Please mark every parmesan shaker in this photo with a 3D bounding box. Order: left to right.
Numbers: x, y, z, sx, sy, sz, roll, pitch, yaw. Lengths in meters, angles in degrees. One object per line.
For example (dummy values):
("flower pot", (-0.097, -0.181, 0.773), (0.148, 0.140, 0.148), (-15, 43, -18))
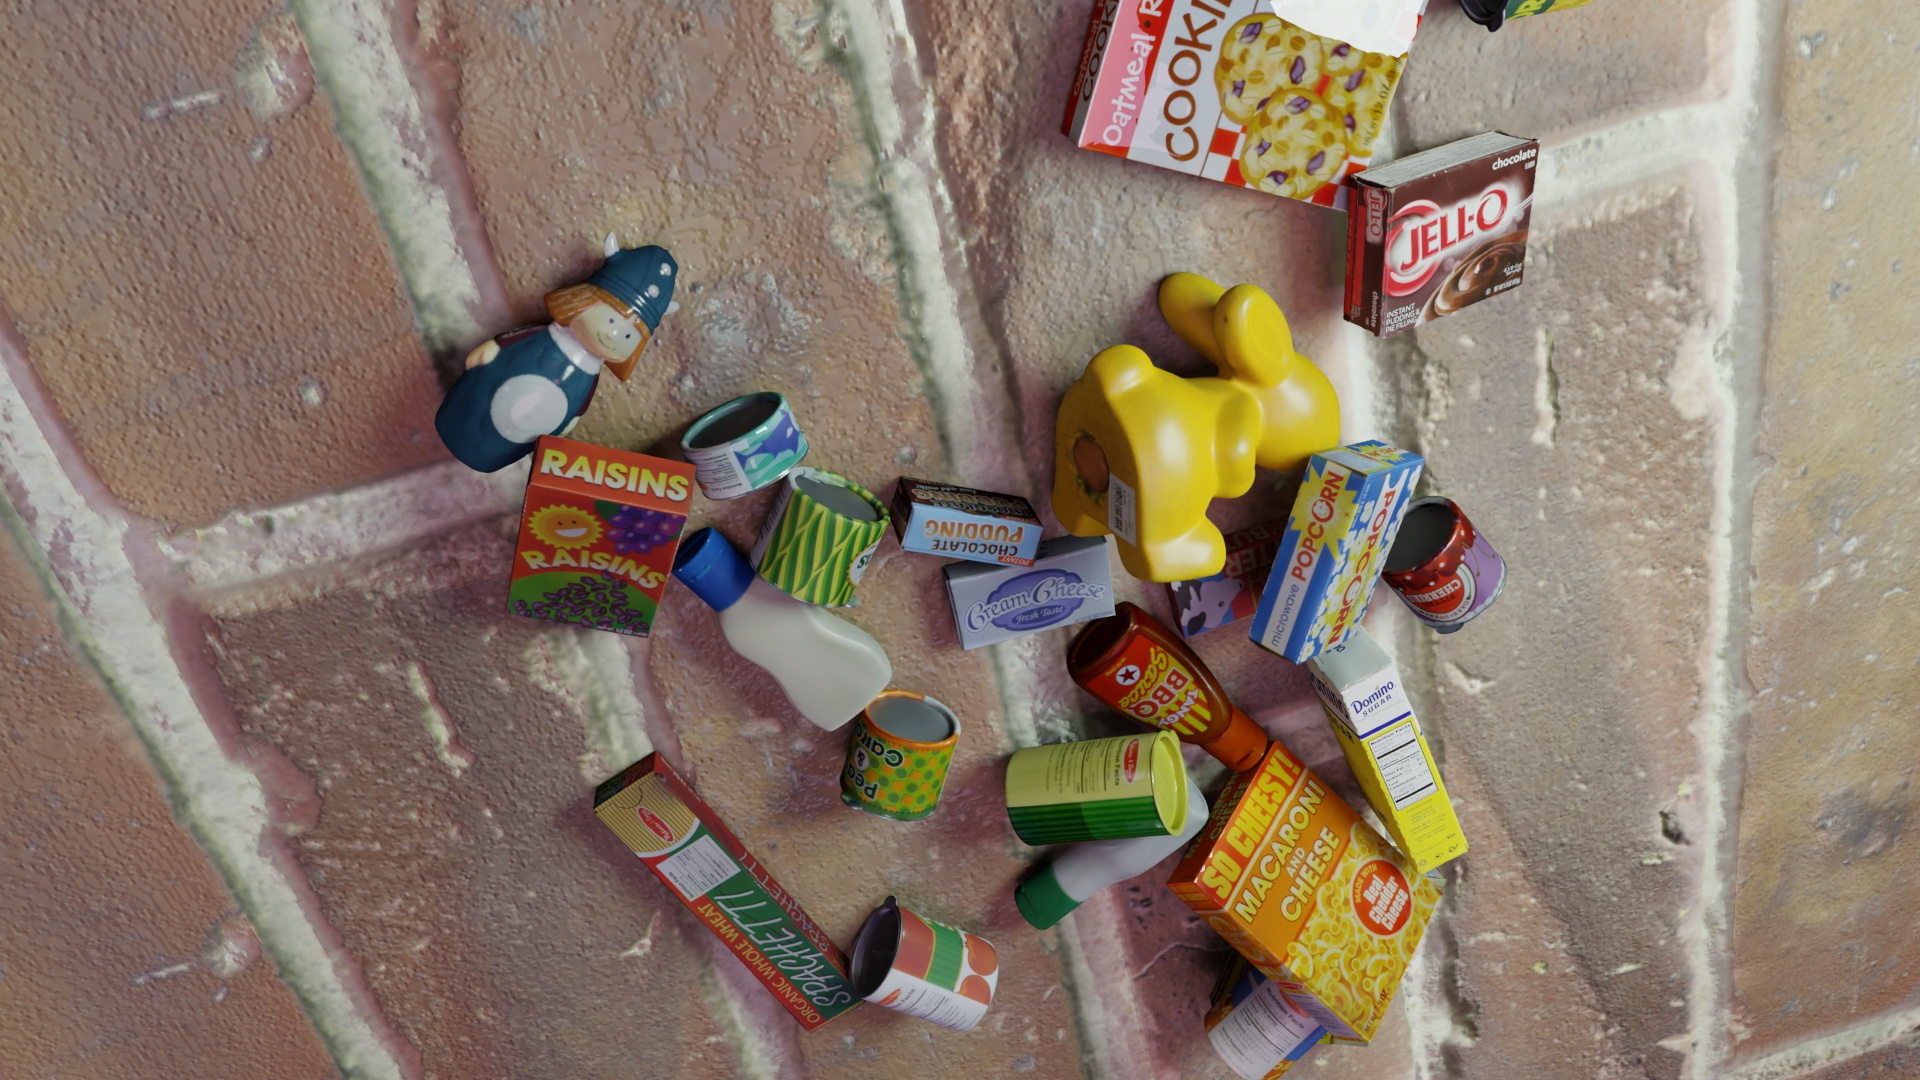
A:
("parmesan shaker", (0.089, 0.161, 0.905), (0.103, 0.072, 0.071), (-11, 121, 26))

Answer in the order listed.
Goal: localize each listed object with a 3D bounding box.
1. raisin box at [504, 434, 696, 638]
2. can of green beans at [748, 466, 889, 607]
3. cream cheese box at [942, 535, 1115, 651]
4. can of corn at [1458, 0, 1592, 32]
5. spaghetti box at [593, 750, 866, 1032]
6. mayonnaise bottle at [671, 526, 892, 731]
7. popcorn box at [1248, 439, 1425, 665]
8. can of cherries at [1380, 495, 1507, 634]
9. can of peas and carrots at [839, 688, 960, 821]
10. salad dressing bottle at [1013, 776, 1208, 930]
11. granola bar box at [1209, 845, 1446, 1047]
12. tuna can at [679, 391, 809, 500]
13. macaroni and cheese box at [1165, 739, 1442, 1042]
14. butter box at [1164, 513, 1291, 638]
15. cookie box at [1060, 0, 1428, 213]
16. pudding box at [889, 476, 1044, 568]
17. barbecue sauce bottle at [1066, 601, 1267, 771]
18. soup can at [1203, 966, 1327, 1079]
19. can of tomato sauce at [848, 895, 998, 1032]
("raisin box", (-0.202, 0.000, 0.776), (0.086, 0.040, 0.122), (12, 140, -16))
("can of green beans", (-0.082, -0.003, 0.810), (0.071, 0.071, 0.057), (21, 110, -20))
("cream cheese box", (0.044, 0.032, 0.875), (0.104, 0.024, 0.053), (-13, 117, -5))
("can of corn", (0.303, -0.310, 0.735), (0.058, 0.071, 0.071), (-12, 117, -5))
("spaghetti box", (-0.151, 0.242, 0.937), (0.050, 0.029, 0.249), (-32, 117, 5))
("mayonnaise bottle", (-0.111, 0.051, 0.846), (0.064, 0.041, 0.148), (-41, 115, 8))
("popcorn box", (0.227, 0.006, 0.839), (0.085, 0.038, 0.126), (-13, 125, -49))
("can of cherries", (0.306, 0.015, 0.893), (0.071, 0.072, 0.058), (-42, 116, 10))
("can of peas and carrots", (-0.040, 0.136, 0.885), (0.071, 0.071, 0.058), (10, 113, -16))
("salad dressing bottle", (0.102, 0.214, 0.958), (0.147, 0.064, 0.044), (-41, 108, 19))
("granola bar box", (0.273, 0.302, 1.044), (0.124, 0.039, 0.164), (9, 114, -14))
("tuna can", (-0.120, -0.055, 0.779), (0.071, 0.071, 0.032), (-23, 117, 1))
("macaroni and cheese box", (0.235, 0.237, 0.944), (0.166, 0.040, 0.124), (43, 62, -8))
("butter box", (0.184, 0.021, 0.898), (0.103, 0.024, 0.053), (-20, 118, -1))
("cookie box", (0.151, -0.257, 0.748), (0.168, 0.040, 0.122), (9, 114, -16))
("pudding box", (0.003, -0.010, 0.832), (0.084, 0.050, 0.030), (9, 112, -15))
("barbecue sauce bottle", (0.142, 0.102, 0.918), (0.148, 0.044, 0.064), (36, 109, -25))
("soup can", (0.227, 0.337, 0.994), (0.071, 0.071, 0.083), (33, 107, -23))
("can of tomato sauce", (-0.025, 0.296, 0.969), (0.083, 0.071, 0.071), (28, 108, -22))
